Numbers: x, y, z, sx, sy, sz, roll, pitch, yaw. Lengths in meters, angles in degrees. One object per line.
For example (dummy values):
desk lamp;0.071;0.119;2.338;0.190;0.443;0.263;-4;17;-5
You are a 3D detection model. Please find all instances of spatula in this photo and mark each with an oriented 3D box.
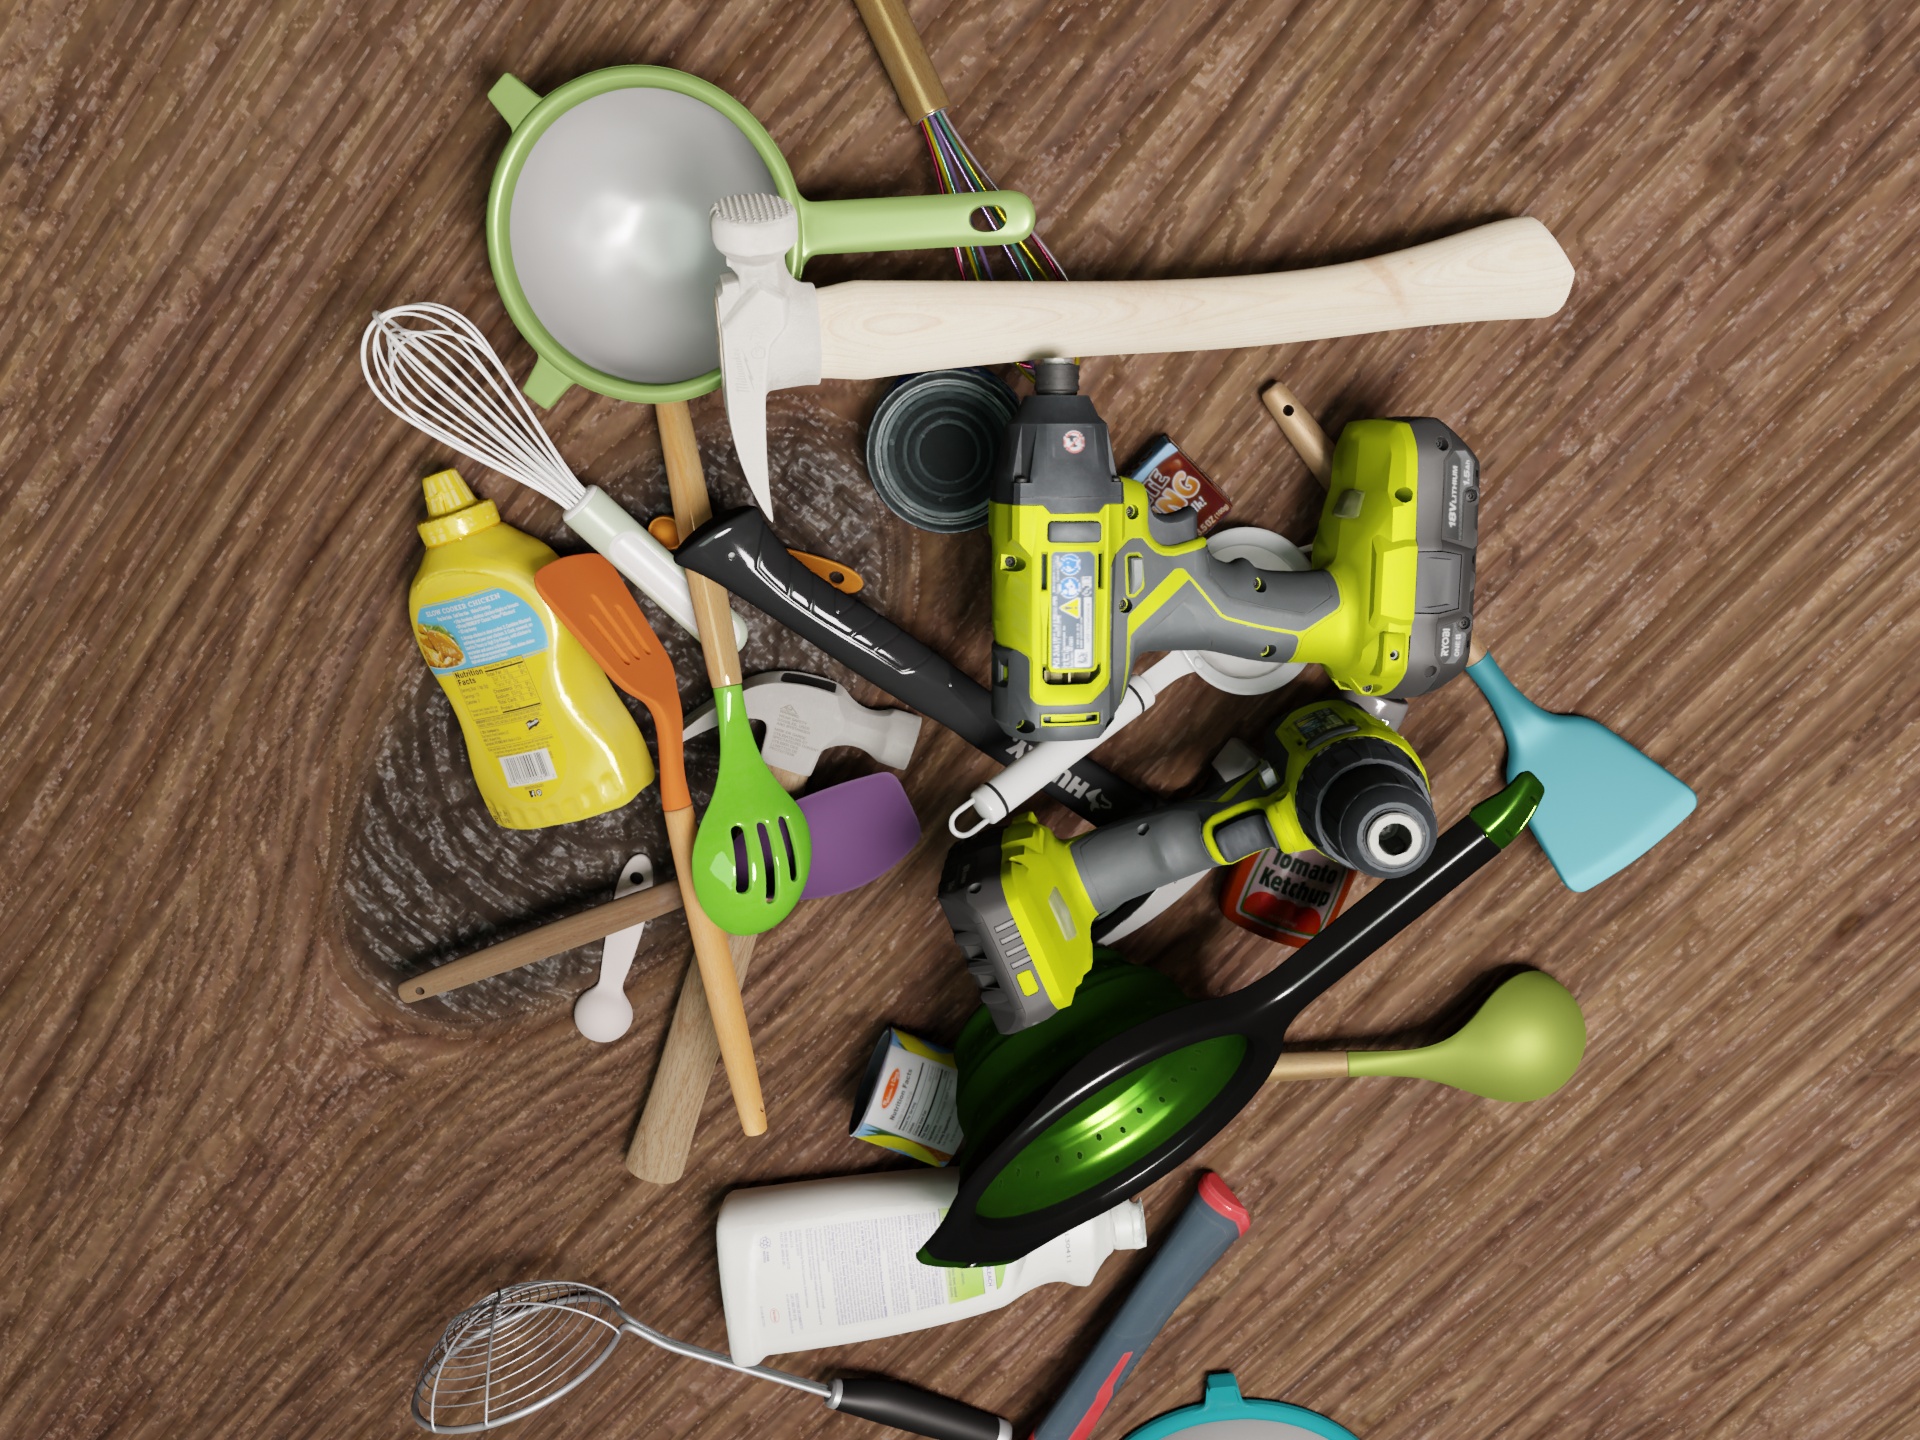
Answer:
spatula;-0.151;0.069;0.832;0.041;0.081;0.322;-8;102;15
spatula;-0.170;0.102;0.875;0.316;0.018;0.059;-20;107;10
spatula;0.259;-0.051;0.832;0.082;0.044;0.317;-39;102;9

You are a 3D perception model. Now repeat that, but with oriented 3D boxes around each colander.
colander;0.122;0.135;0.836;0.397;0.095;0.204;-42;147;13

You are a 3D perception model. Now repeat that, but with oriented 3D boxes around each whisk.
whisk;-0.198;-0.116;0.804;0.058;0.059;0.246;-45;116;3
whisk;-0.003;-0.272;0.769;0.047;0.051;0.245;-29;103;-11

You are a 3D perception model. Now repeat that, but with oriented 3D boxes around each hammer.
hammer;0.054;0.437;0.985;0.143;0.038;0.386;20;107;-35
hammer;-0.001;-0.003;0.829;0.334;0.035;0.146;33;102;-19
hammer;-0.135;0.125;0.908;0.130;0.031;0.331;19;109;-5
hammer;0.092;-0.182;0.750;0.410;0.038;0.146;-7;128;-11

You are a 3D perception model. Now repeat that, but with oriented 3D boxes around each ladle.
ladle;0.197;0.193;0.925;0.320;0.062;0.078;-6;116;11

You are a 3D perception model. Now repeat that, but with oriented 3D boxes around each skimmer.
skimmer;-0.145;0.425;0.981;0.363;0.127;0.090;22;91;-15

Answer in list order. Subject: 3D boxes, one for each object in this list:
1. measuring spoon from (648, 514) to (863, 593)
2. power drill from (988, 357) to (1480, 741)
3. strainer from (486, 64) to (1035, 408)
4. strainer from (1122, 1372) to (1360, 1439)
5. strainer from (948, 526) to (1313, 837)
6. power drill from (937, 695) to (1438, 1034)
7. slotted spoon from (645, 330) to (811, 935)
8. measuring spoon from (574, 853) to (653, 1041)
measuring spoon;-0.108;-0.089;0.847;0.117;0.011;0.021;15;125;-7
power drill;0.124;-0.082;0.749;0.223;0.080;0.171;-3;101;-14
strainer;-0.092;-0.234;0.762;0.256;0.069;0.151;-2;106;4
strainer;0.234;0.584;1.022;0.340;0.095;0.211;35;106;-9
strainer;0.094;-0.019;0.808;0.258;0.050;0.087;-36;100;-19
power drill;0.110;0.064;0.750;0.228;0.190;0.080;-23;97;8
slotted spoon;-0.127;-0.043;0.816;0.070;0.031;0.314;-13;94;-35
measuring spoon;-0.199;0.134;0.920;0.034;0.018;0.124;16;108;-4
